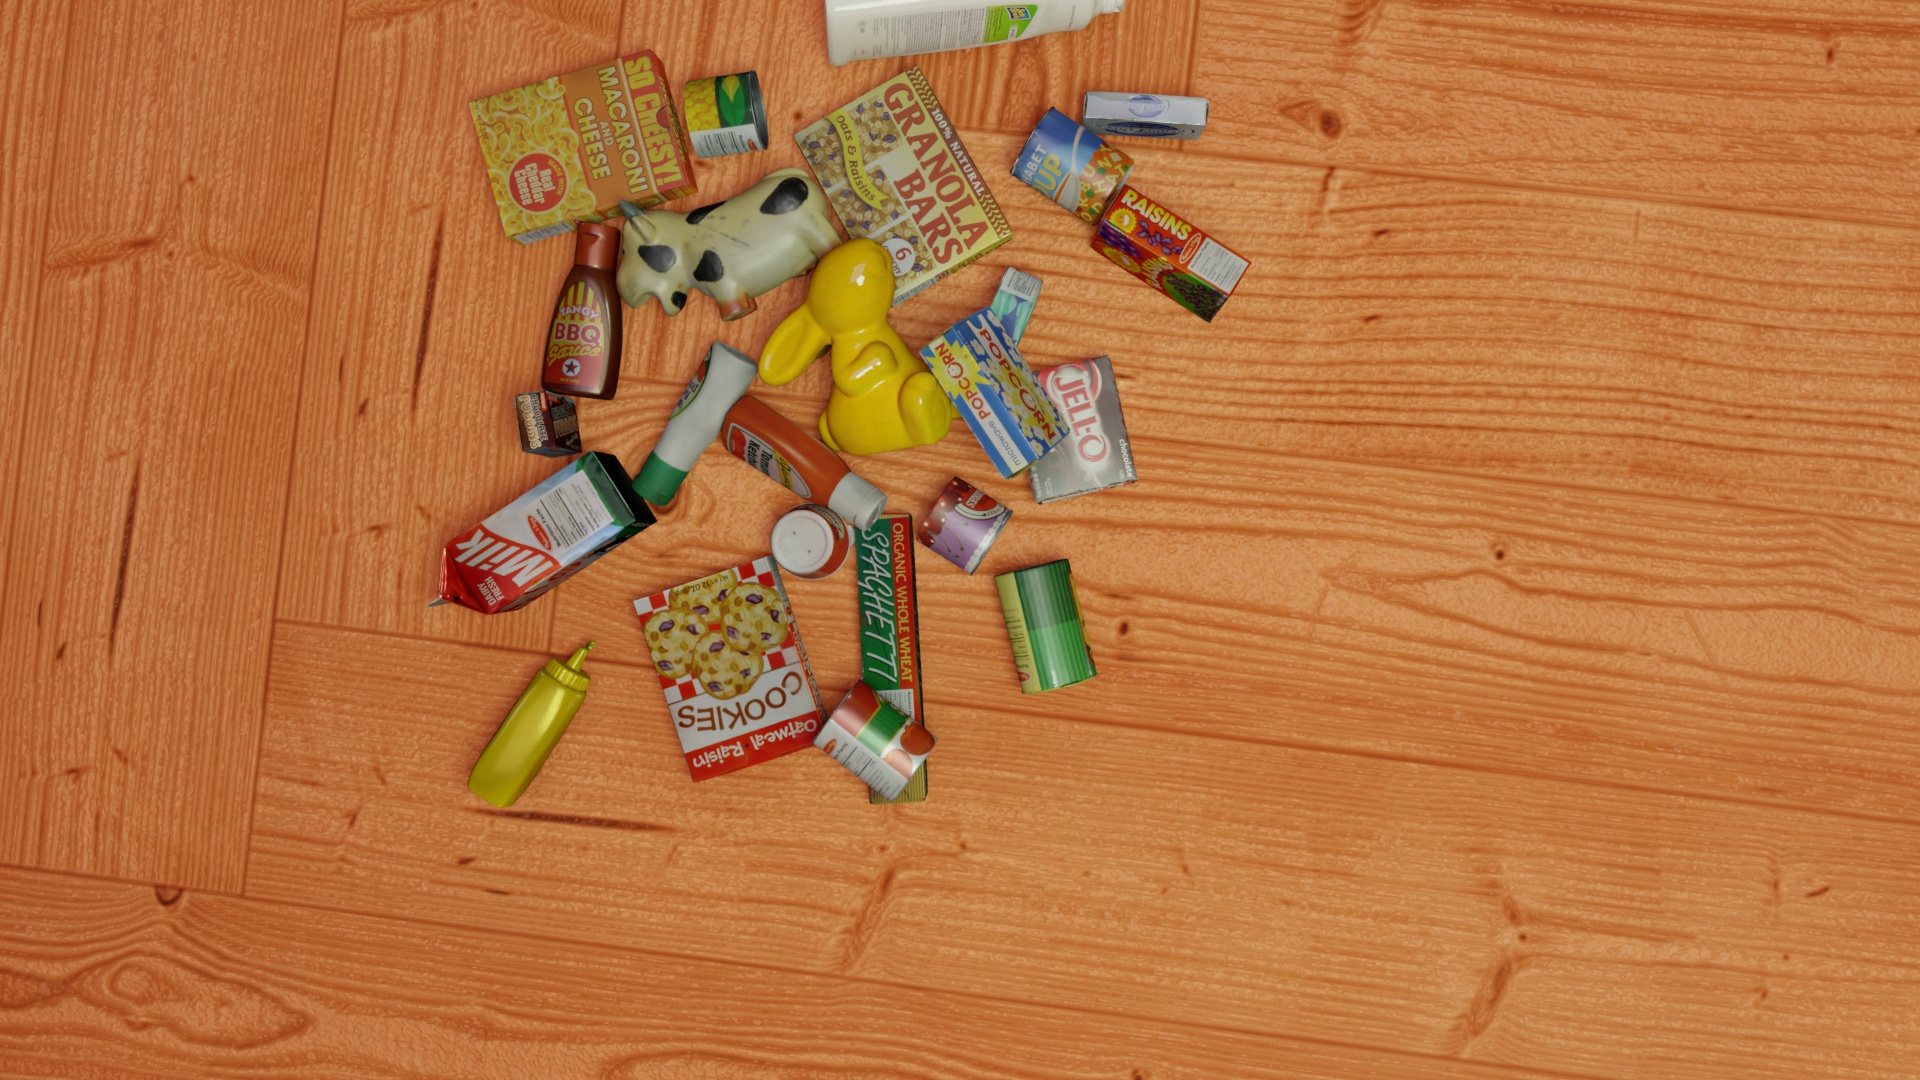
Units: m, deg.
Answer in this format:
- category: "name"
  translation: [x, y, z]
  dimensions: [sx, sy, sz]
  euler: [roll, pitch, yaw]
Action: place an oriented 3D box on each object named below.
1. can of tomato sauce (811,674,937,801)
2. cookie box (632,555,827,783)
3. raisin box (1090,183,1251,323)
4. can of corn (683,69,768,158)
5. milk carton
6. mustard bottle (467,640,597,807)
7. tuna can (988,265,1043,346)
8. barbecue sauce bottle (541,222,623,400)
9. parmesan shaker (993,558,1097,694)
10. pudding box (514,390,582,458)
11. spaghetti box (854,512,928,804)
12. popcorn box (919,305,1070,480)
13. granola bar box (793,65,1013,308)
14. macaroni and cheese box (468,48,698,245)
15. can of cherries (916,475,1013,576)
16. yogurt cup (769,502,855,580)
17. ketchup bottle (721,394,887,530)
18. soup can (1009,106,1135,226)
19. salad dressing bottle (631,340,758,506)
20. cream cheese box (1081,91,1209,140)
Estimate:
- category: "can of tomato sauce"
  translation: [-0.069, 0.164, 1.152]
  dimensions: [0.083, 0.071, 0.071]
  euler: [37, 92, 2]
- category: "cookie box"
  translation: [-0.196, 0.111, 1.199]
  dimensions: [0.123, 0.040, 0.167]
  euler: [-18, 89, 3]
- category: "raisin box"
  translation: [0.173, -0.238, 1.159]
  dimensions: [0.123, 0.086, 0.040]
  euler: [33, 86, 2]
- category: "can of corn"
  translation: [-0.200, -0.366, 1.188]
  dimensions: [0.058, 0.071, 0.071]
  euler: [-8, 90, 3]
- category: "milk carton"
  translation: [-0.366, 0.004, 1.193]
  dimensions: [0.190, 0.072, 0.073]
  euler: [-33, 89, 1]
- category: "mustard bottle"
  translation: [-0.362, 0.152, 1.199]
  dimensions: [0.049, 0.065, 0.160]
  euler: [33, 86, -3]
- category: "tuna can"
  translation: [0.043, -0.194, 1.177]
  dimensions: [0.033, 0.071, 0.071]
  euler: [23, 91, 1]
- category: "barbecue sauce bottle"
  translation: [-0.322, -0.198, 1.204]
  dimensions: [0.065, 0.043, 0.148]
  euler: [8, 90, 9]
- category: "parmesan shaker"
  translation: [0.073, 0.071, 1.171]
  dimensions: [0.071, 0.071, 0.103]
  euler: [-14, 89, 3]
- category: "pudding box"
  translation: [-0.352, -0.099, 1.186]
  dimensions: [0.030, 0.083, 0.049]
  euler: [-9, 89, 0]
- category: "spaghetti box"
  translation: [-0.060, 0.100, 1.199]
  dimensions: [0.050, 0.028, 0.250]
  euler: [-3, 90, 3]
- category: "popcorn box"
  translation: [0.030, -0.119, 1.118]
  dimensions: [0.038, 0.085, 0.126]
  euler: [-31, 95, 30]
- category: "granola bar box"
  translation: [-0.048, -0.302, 1.193]
  dimensions: [0.124, 0.039, 0.165]
  euler: [-29, 88, 2]
- category: "macaroni and cheese box"
  translation: [-0.326, -0.340, 1.206]
  dimensions: [0.166, 0.040, 0.123]
  euler: [-16, 90, 3]
- category: "can of cherries"
  translation: [0.004, -0.015, 1.176]
  dimensions: [0.058, 0.071, 0.071]
  euler: [33, 92, 3]
- category: "yogurt cup"
  translation: [-0.131, 0.001, 1.190]
  dimensions: [0.072, 0.054, 0.072]
  euler: [0, 90, 4]
- category: "ketchup bottle"
  translation: [-0.131, -0.063, 1.178]
  dimensions: [0.149, 0.064, 0.044]
  euler: [33, 60, 9]
- category: "soup can"
  translation: [0.094, -0.313, 1.172]
  dimensions: [0.084, 0.071, 0.071]
  euler: [33, 92, 2]
- category: "salad dressing bottle"
  translation: [-0.230, -0.099, 1.194]
  dimensions: [0.044, 0.064, 0.147]
  euler: [30, 100, -21]
- category: "cream cheese box"
  translation: [0.155, -0.359, 1.176]
  dimensions: [0.104, 0.053, 0.024]
  euler: [4, 93, 3]
